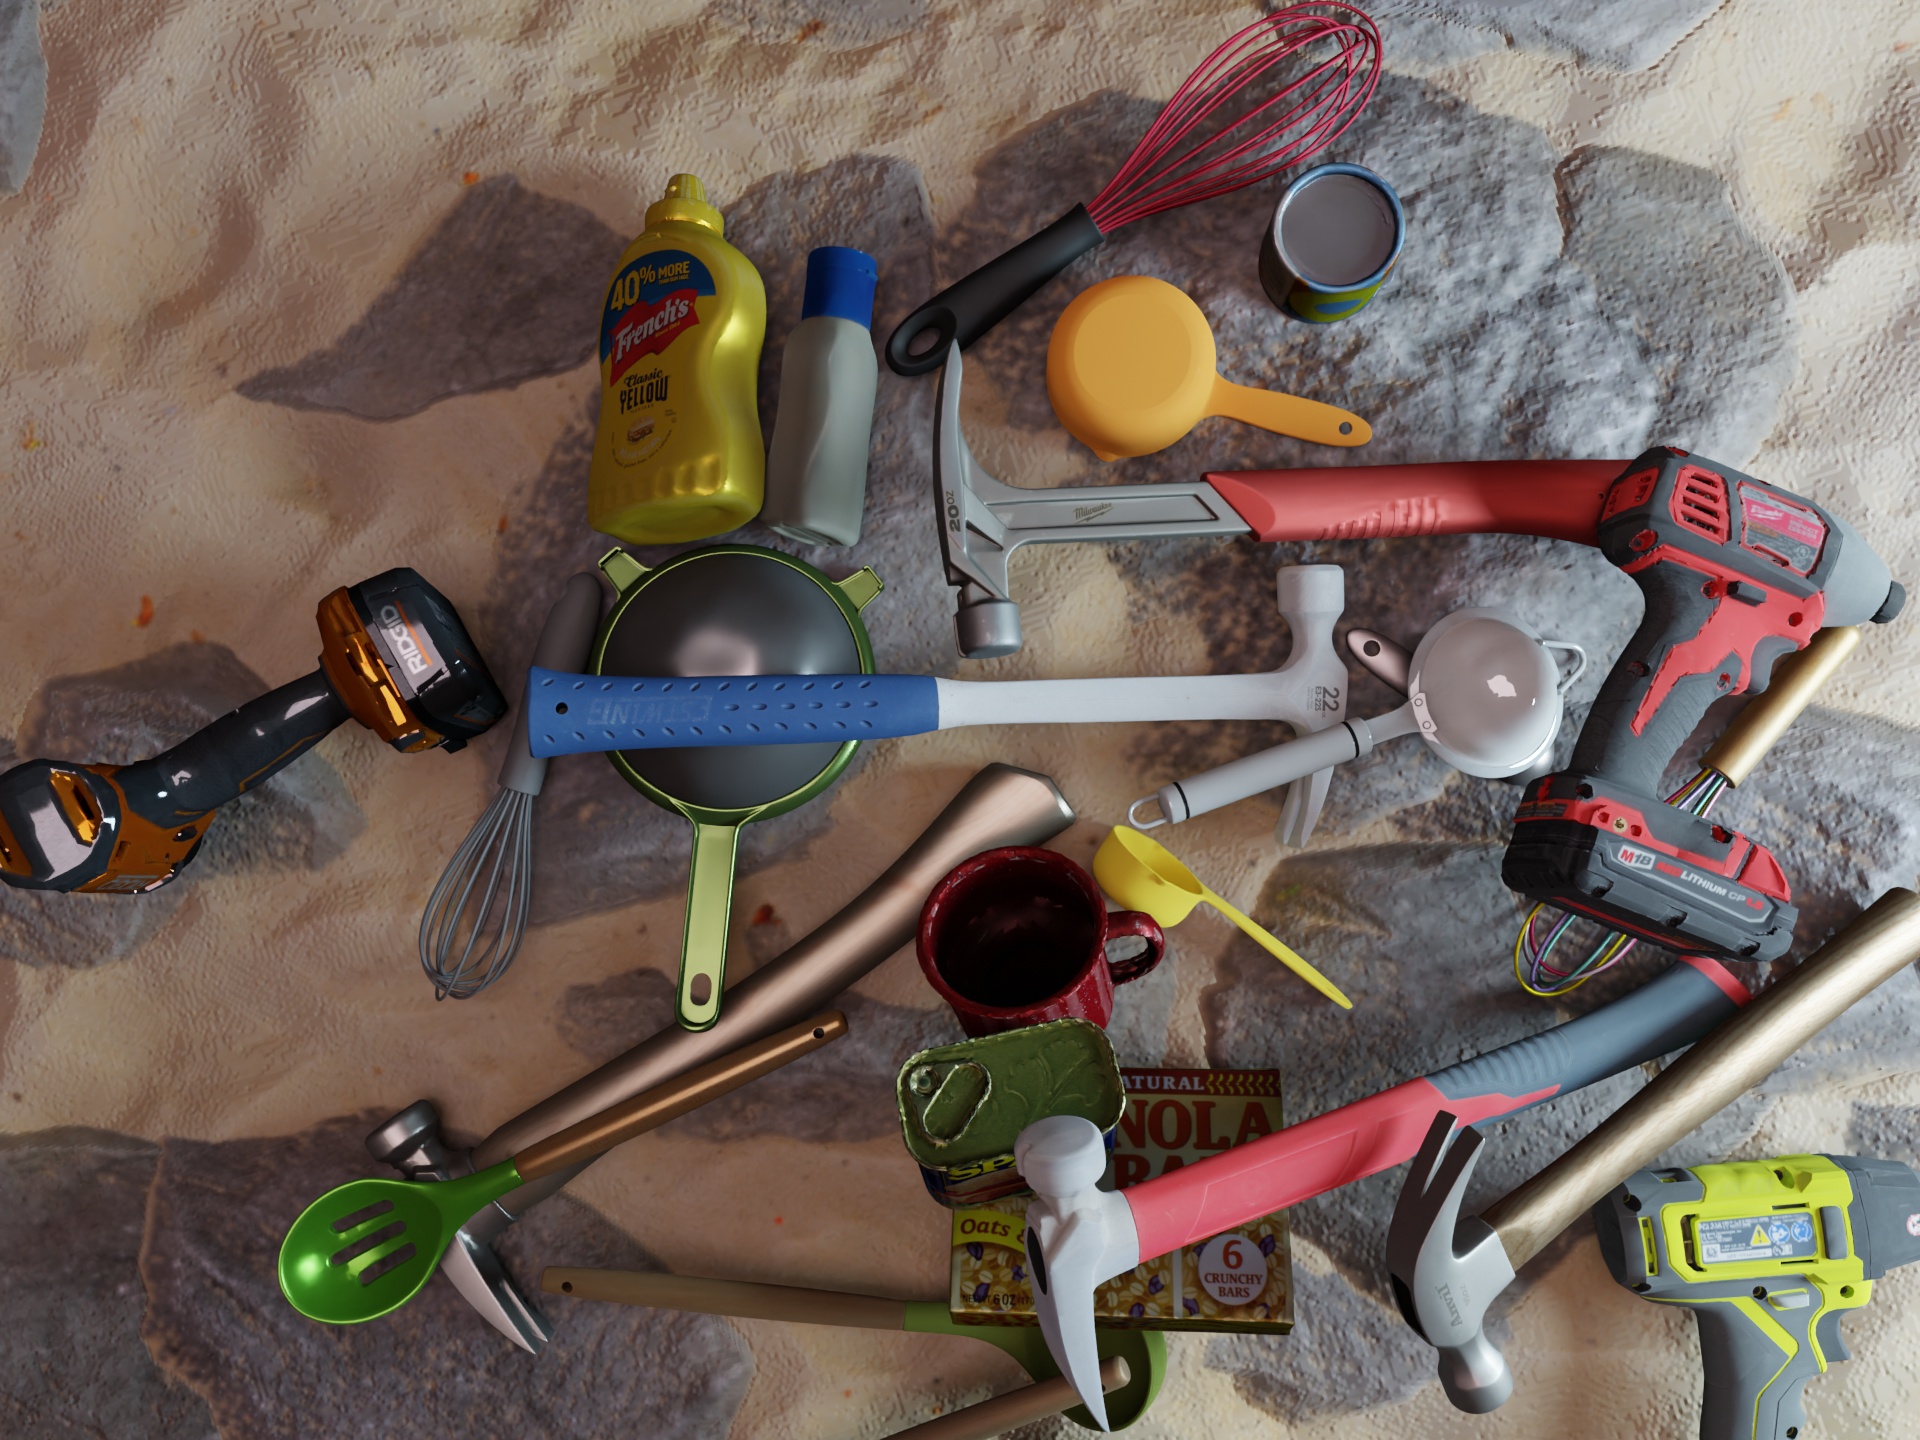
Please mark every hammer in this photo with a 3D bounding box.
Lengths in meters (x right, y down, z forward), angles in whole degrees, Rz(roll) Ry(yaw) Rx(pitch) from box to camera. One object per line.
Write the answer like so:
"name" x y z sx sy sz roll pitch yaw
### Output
"hammer" 0.212 0.199 0.744 0.386 0.038 0.143 -15 108 -18
"hammer" 0.166 -0.114 0.775 0.359 0.036 0.149 -4 84 -9
"hammer" -0.109 0.164 0.837 0.410 0.038 0.146 -35 89 3
"hammer" 0.335 0.177 0.747 0.331 0.031 0.130 -32 110 -14
"hammer" -0.001 -0.002 0.776 0.405 0.035 0.144 -2 91 -12

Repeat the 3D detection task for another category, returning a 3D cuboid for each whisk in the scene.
"whisk" -0.235 0.035 0.843 0.055 0.055 0.239 17 88 4
"whisk" 0.363 0.042 0.796 0.047 0.051 0.245 41 90 9
"whisk" 0.084 -0.267 0.815 0.296 0.073 0.073 -33 87 10

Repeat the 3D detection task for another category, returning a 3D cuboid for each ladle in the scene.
"ladle" -0.056 0.305 0.806 0.320 0.062 0.078 6 95 0

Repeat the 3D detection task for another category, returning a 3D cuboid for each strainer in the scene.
"strainer" 0.202 0.007 0.780 0.258 0.050 0.087 -19 88 -7
"strainer" -0.123 0.027 0.799 0.151 0.069 0.256 4 79 -1

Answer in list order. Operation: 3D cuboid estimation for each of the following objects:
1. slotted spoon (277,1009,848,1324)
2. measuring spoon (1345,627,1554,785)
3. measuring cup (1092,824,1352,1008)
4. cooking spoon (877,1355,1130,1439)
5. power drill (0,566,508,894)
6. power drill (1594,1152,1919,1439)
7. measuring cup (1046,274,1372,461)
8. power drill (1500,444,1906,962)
"slotted spoon" -0.200 0.220 0.812 0.314 0.031 0.070 -25 91 1
"measuring spoon" 0.251 -0.010 0.816 0.124 0.018 0.034 36 93 5
"measuring cup" 0.133 0.110 0.815 0.156 0.062 0.029 36 103 -6
"cooking spoon" -0.055 0.380 0.808 0.319 0.017 0.068 -28 97 18
"power drill" -0.353 0.015 0.810 0.226 0.164 0.084 -29 87 -9
"power drill" 0.415 0.327 0.774 0.171 0.080 0.223 -7 86 5
"measuring cup" 0.127 -0.171 0.809 0.173 0.052 0.095 16 91 7
"power drill" 0.350 -0.006 0.742 0.143 0.078 0.220 21 83 -4
